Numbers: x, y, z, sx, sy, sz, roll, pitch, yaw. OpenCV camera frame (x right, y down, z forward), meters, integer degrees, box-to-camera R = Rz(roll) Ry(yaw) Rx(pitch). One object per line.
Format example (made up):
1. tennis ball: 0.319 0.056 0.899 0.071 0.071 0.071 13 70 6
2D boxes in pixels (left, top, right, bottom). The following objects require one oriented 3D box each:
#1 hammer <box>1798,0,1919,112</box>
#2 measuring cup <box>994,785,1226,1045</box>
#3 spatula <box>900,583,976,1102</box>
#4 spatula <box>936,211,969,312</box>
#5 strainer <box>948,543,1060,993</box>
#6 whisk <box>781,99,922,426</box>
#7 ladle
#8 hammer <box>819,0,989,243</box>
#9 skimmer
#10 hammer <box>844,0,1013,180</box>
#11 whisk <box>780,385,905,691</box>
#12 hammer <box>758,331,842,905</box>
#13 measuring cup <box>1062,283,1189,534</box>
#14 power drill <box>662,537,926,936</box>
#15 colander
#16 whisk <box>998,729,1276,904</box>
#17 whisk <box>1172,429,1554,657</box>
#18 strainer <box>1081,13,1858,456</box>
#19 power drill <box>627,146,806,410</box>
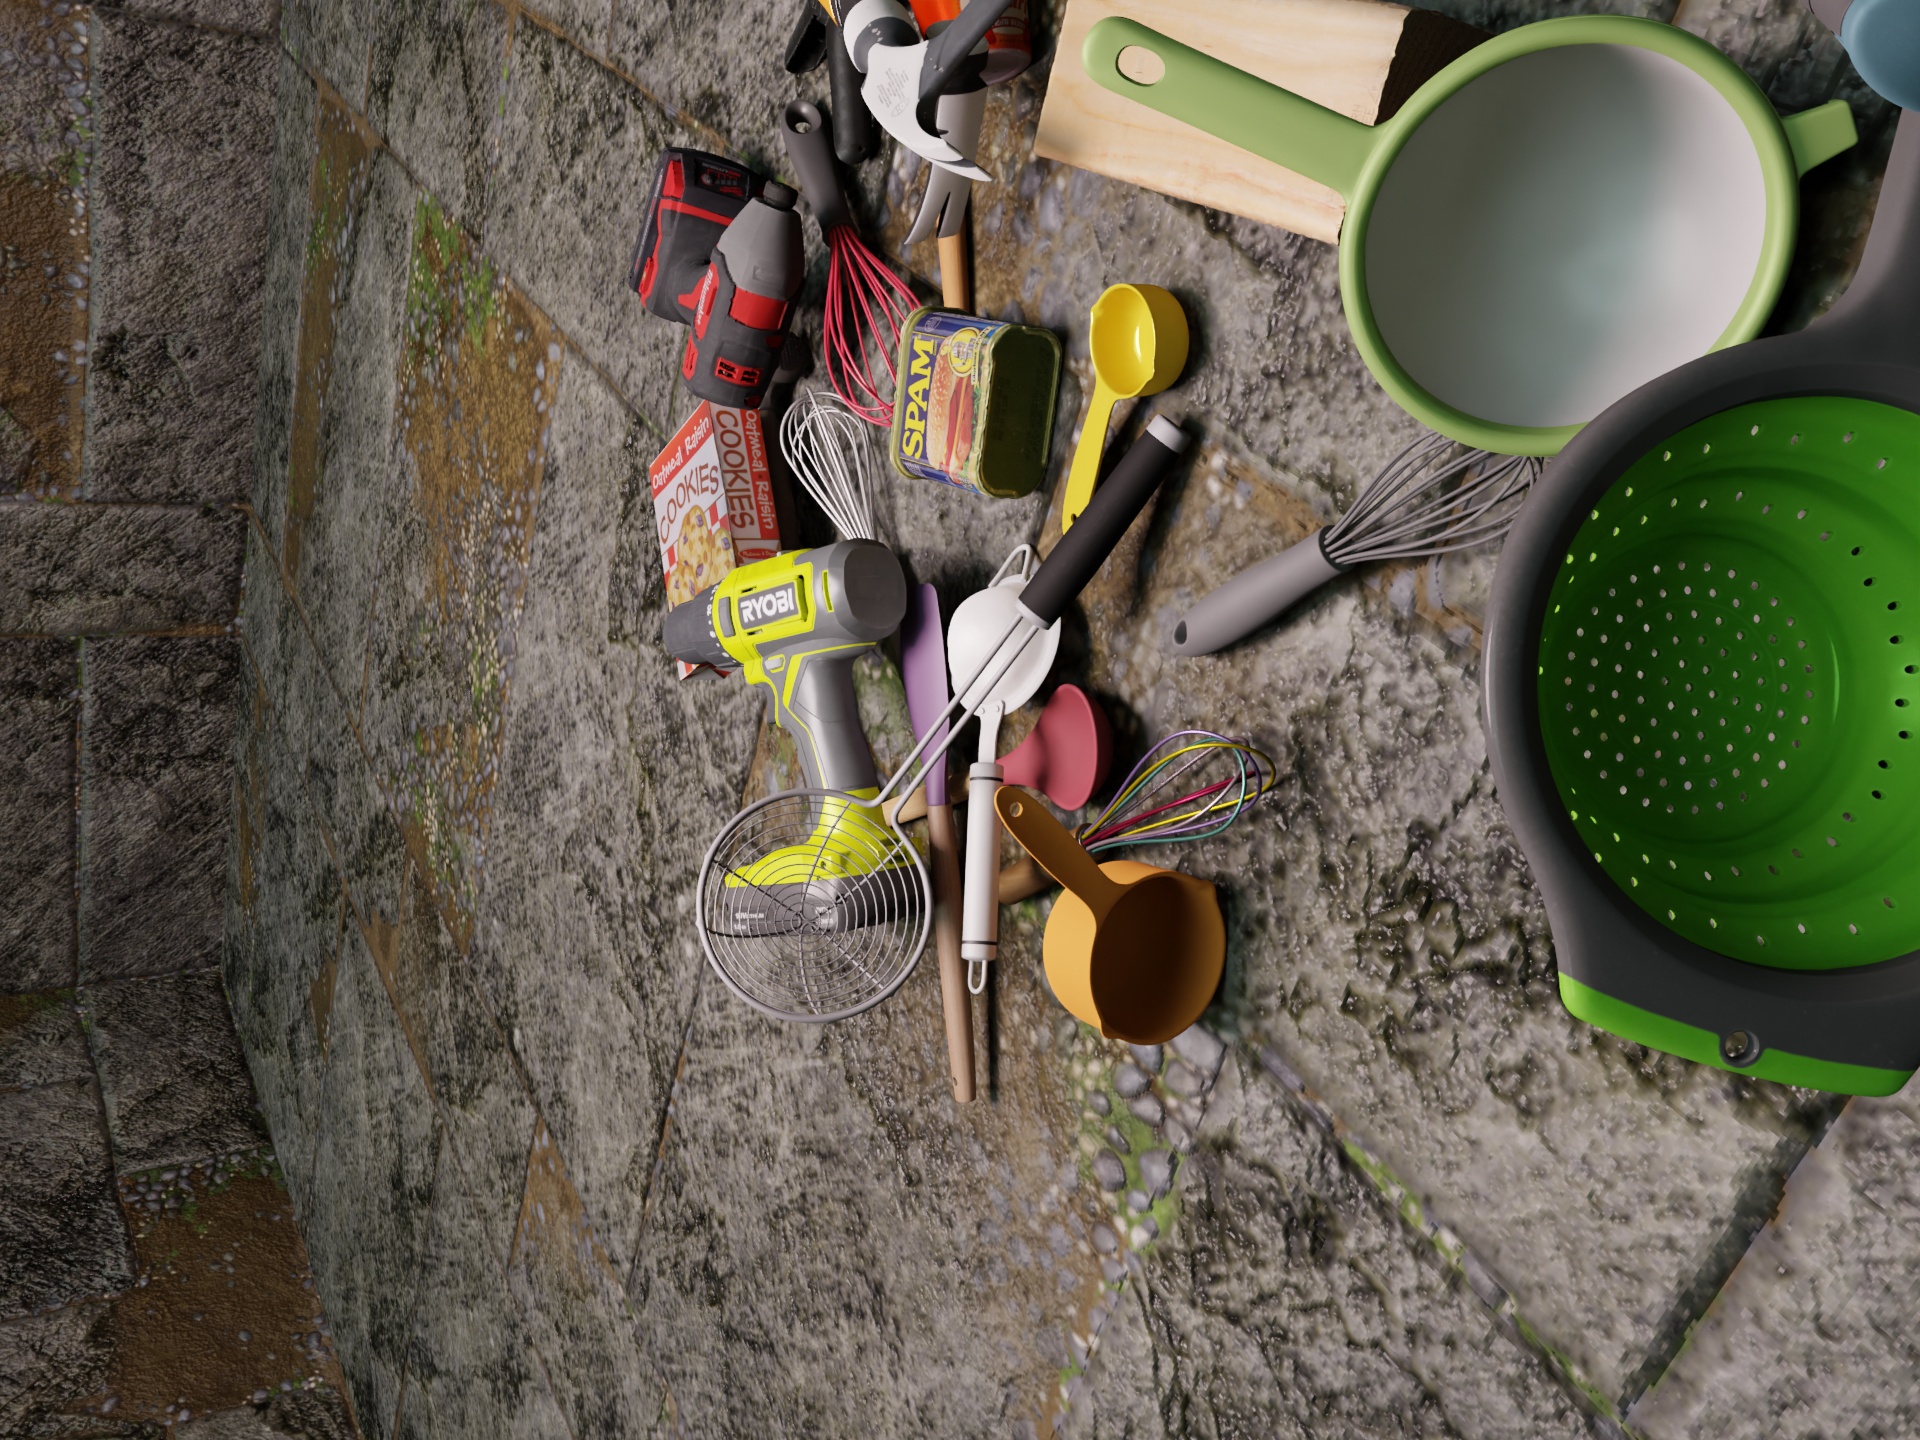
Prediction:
1. hammer: 0.214 -0.292 0.506 0.033 0.128 0.331 -59 36 41
2. measuring cup: 0.059 0.087 0.782 0.095 0.173 0.052 -52 27 -17
3. spatula: -0.012 0.075 0.958 0.060 0.018 0.316 4 101 63
4. spatula: -0.021 -0.382 0.950 0.081 0.041 0.322 -179 84 -75
5. strainer: 0.015 0.021 0.884 0.087 0.050 0.258 -8 75 46
6. whisk: -0.072 -0.298 1.020 0.073 0.073 0.296 -51 48 44
7. ladle: 0.001 0.041 0.968 0.315 0.031 0.069 -23 69 56
8. hammer: -0.076 -0.428 0.930 0.337 0.034 0.127 60 156 28
9. skimmer: -0.001 -0.003 0.820 0.127 0.090 0.363 37 105 1
10. hammer: 0.099 -0.404 0.675 0.409 0.036 0.149 -41 47 28
11. whisk: -0.059 -0.112 1.028 0.059 0.058 0.246 81 168 -71
12. hammer: -0.119 -0.059 1.107 0.146 0.038 0.411 -36 61 52
13. measuring cup: 0.084 -0.158 0.842 0.062 0.029 0.156 56 147 36
14. power drill: -0.105 0.013 0.977 0.190 0.080 0.228 -10 88 43
15. colander: 0.274 -0.090 0.504 0.094 0.204 0.397 178 107 -89
16. whisk: 0.084 0.060 0.842 0.245 0.047 0.051 -38 64 55
17. whisk: 0.168 -0.073 0.706 0.239 0.055 0.055 -33 66 56
18. strainer: 0.166 -0.198 0.577 0.069 0.256 0.151 -66 0 -59
19. power drill: -0.160 -0.312 1.078 0.143 0.078 0.220 -68 29 23
